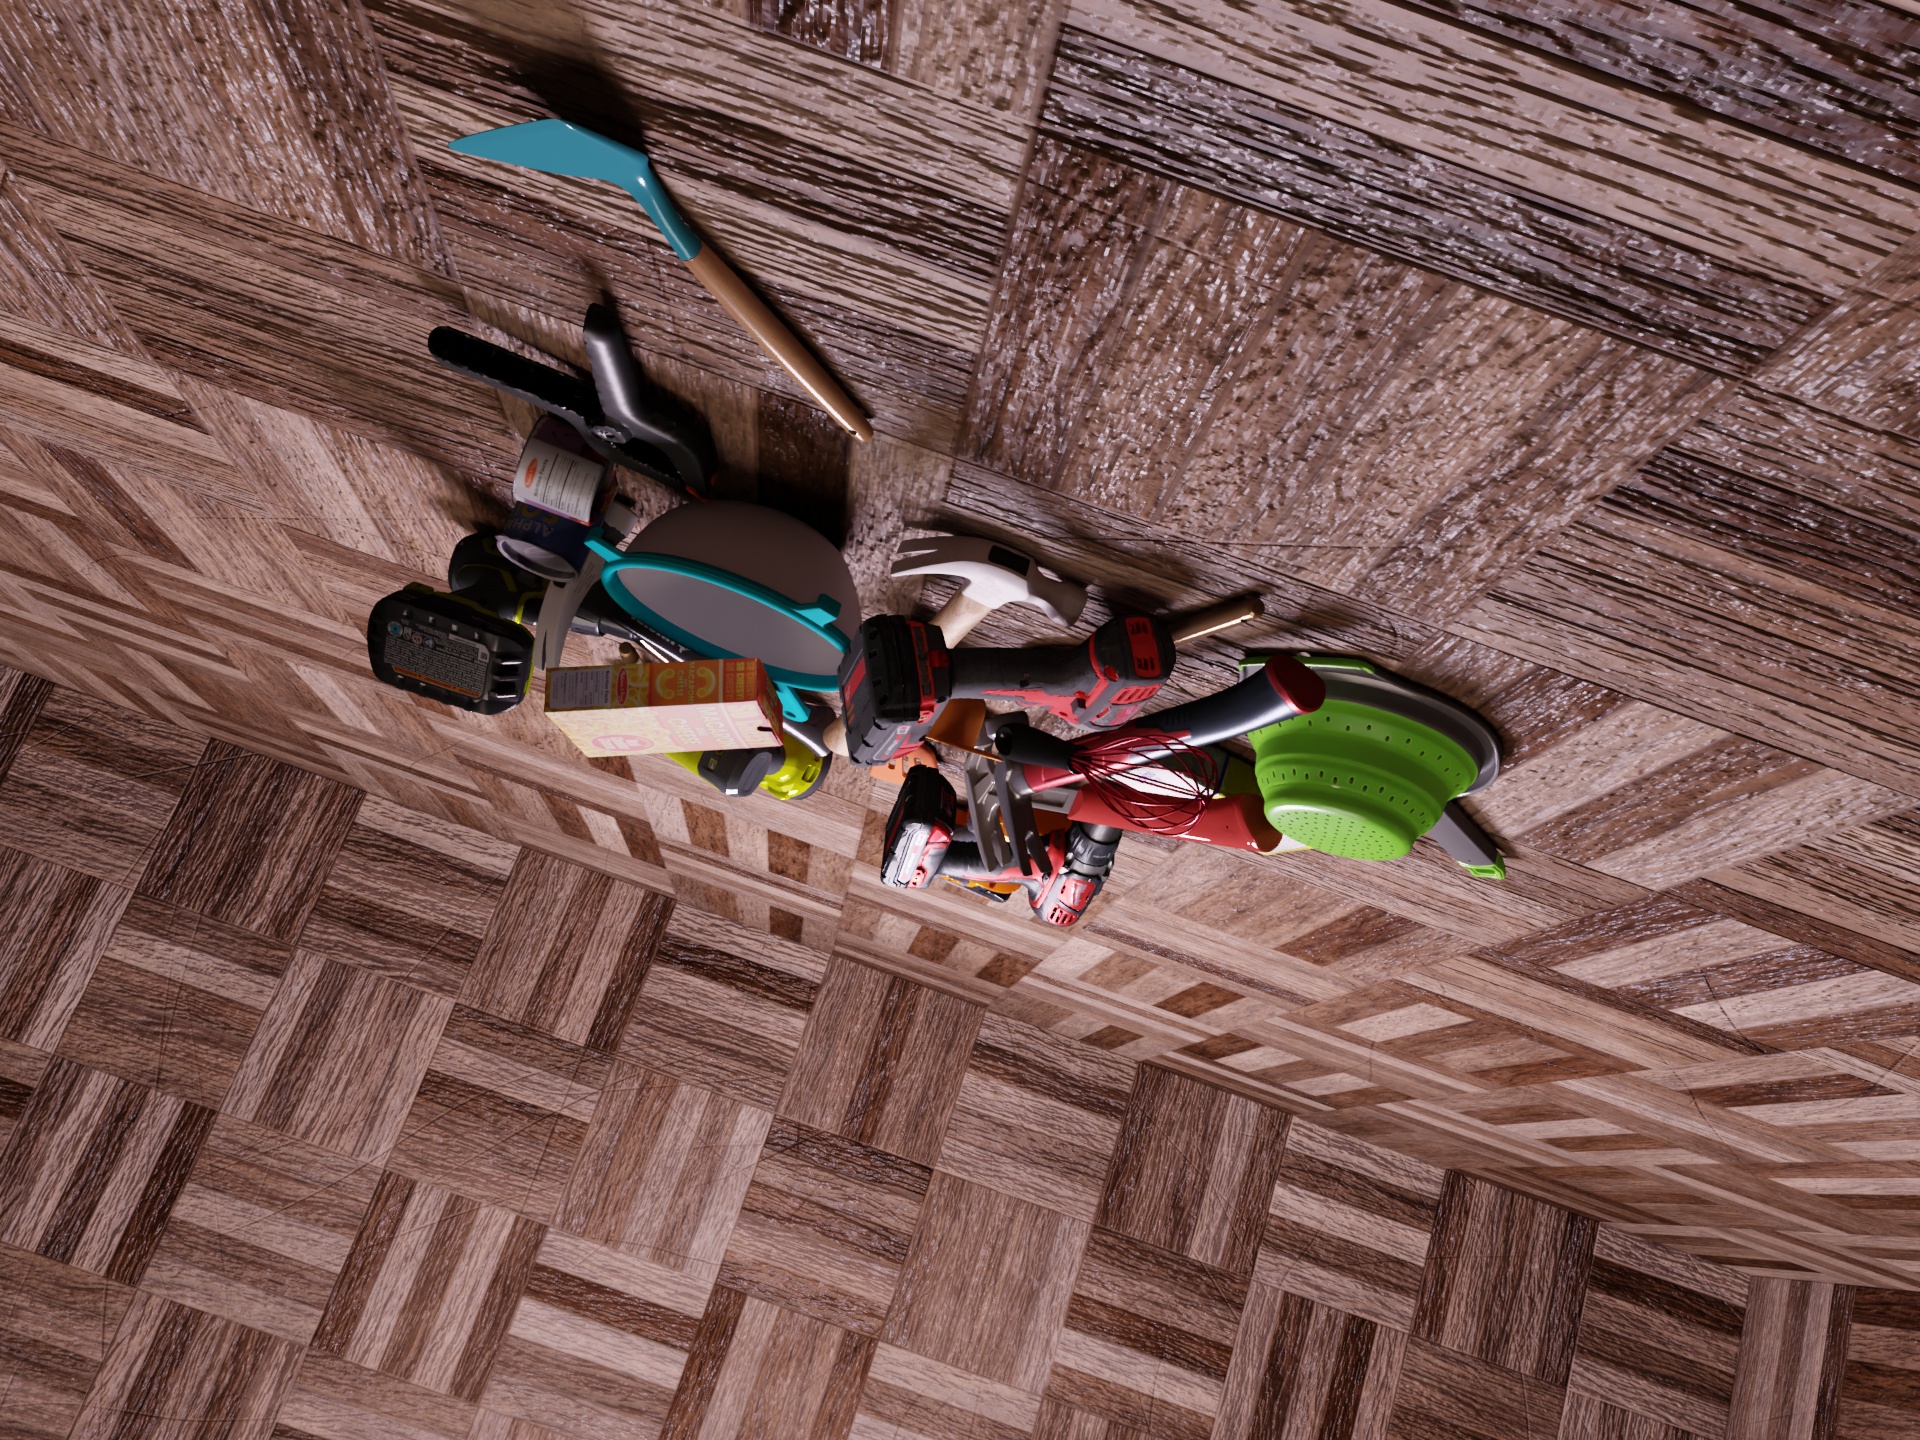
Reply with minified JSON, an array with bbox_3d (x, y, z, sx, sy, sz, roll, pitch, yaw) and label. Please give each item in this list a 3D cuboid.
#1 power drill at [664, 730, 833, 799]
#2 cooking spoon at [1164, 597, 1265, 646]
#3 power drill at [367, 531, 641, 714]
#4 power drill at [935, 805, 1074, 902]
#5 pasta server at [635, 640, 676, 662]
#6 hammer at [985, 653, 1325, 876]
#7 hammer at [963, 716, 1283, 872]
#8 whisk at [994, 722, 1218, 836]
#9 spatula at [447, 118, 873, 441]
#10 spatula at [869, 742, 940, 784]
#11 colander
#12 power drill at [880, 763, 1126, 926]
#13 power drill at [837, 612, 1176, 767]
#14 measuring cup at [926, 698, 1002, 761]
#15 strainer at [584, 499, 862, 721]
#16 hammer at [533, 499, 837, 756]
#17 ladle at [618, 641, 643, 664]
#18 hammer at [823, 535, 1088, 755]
[{"bbox_3d":[-0.230,0.014,1.543,0.171,0.080,0.223,30,-175,18],"label":"power drill"},{"bbox_3d":[0.128,-0.053,1.194,0.068,0.017,0.319,23,163,-21],"label":"cooking spoon"},{"bbox_3d":[-0.382,-0.087,1.372,0.190,0.080,0.229,18,-156,5],"label":"power drill"},{"bbox_3d":[0.059,0.138,1.750,0.164,0.084,0.226,24,158,-14],"label":"power drill"},{"bbox_3d":[-0.296,-0.053,1.609,0.060,0.040,0.315,38,175,36],"label":"pasta server"},{"bbox_3d":[0.142,0.031,1.235,0.038,0.143,0.386,-9,174,-32],"label":"hammer"},{"bbox_3d":[0.128,0.083,1.368,0.036,0.149,0.359,-21,-162,-36],"label":"hammer"},{"bbox_3d":[0.101,0.034,1.215,0.073,0.073,0.296,29,174,-28],"label":"whisk"},{"bbox_3d":[-0.139,-0.235,0.882,0.082,0.044,0.317,3,158,33],"label":"spatula"},{"bbox_3d":[-0.064,0.017,1.537,0.081,0.041,0.322,11,169,6],"label":"spatula"},{"bbox_3d":[0.339,0.079,1.245,0.204,0.094,0.396,3,157,41],"label":"colander"},{"bbox_3d":[0.049,0.115,1.584,0.226,0.080,0.187,14,133,-10],"label":"power drill"},{"bbox_3d":[0.030,-0.023,1.133,0.219,0.079,0.143,-4,162,-17],"label":"power drill"},{"bbox_3d":[-0.002,-0.004,1.344,0.095,0.052,0.174,18,-179,-29],"label":"measuring cup"},{"bbox_3d":[-0.149,-0.088,1.261,0.211,0.095,0.340,17,165,11],"label":"strainer"},{"bbox_3d":[-0.221,-0.046,1.371,0.035,0.146,0.334,22,170,44],"label":"hammer"},{"bbox_3d":[-0.330,-0.035,1.601,0.078,0.062,0.320,45,170,1],"label":"ladle"},{"bbox_3d":[-0.036,-0.048,1.243,0.130,0.031,0.331,26,147,-15],"label":"hammer"}]
